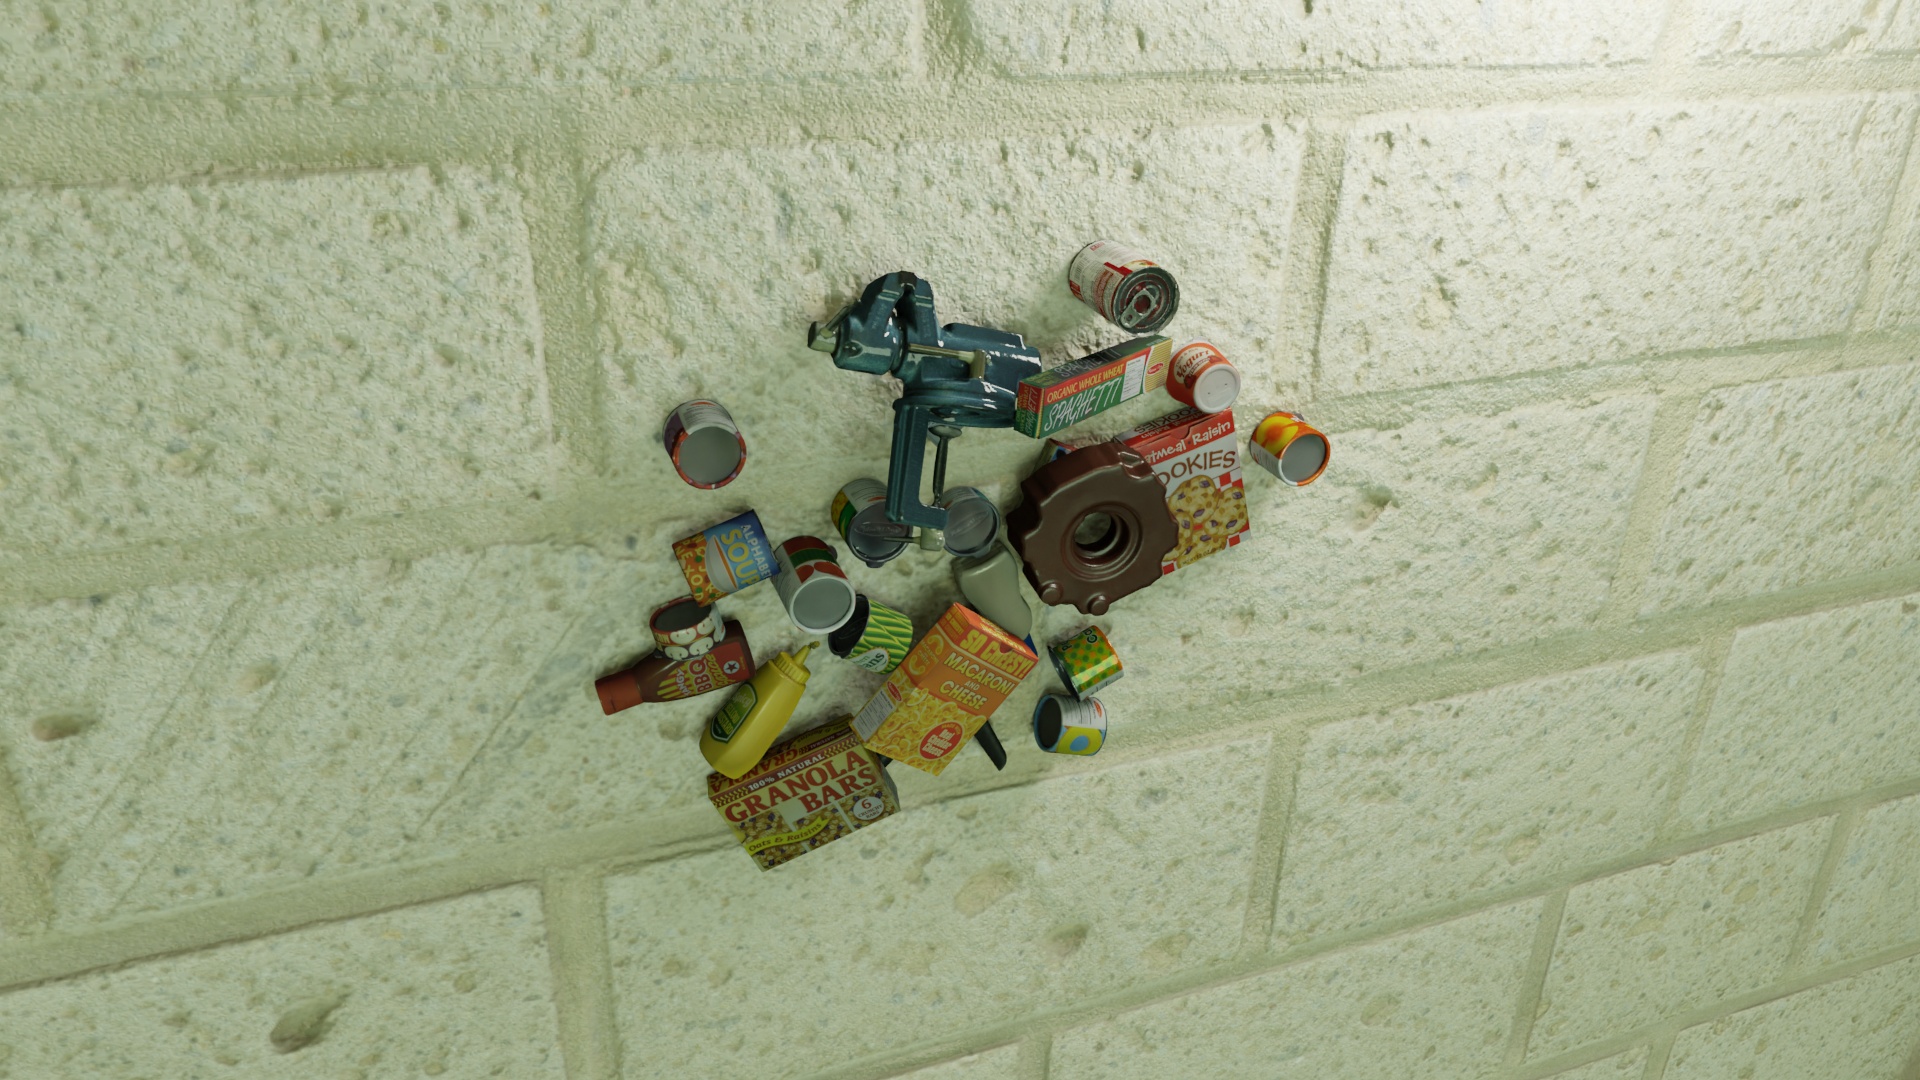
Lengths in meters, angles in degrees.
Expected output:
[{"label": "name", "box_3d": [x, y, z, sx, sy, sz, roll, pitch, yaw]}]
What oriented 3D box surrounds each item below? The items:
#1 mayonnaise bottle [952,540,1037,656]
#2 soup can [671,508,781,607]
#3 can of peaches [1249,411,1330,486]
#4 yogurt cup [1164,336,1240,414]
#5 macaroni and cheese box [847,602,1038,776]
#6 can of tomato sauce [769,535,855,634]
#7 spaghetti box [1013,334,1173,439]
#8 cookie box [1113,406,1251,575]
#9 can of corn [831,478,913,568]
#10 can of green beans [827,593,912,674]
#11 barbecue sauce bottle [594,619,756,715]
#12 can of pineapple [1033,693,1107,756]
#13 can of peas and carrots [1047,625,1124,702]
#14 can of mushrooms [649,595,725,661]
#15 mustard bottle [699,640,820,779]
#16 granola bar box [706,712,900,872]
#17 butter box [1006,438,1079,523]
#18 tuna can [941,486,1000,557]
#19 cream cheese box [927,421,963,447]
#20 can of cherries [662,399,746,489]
[{"label": "mayonnaise bottle", "box_3d": [0.043, 0.073, 1.455, 0.065, 0.041, 0.147, -27, 124, -7]}, {"label": "soup can", "box_3d": [-0.218, 0.017, 1.296, 0.084, 0.071, 0.071, -24, 122, -10]}, {"label": "can of peaches", "box_3d": [0.355, -0.100, 1.489, 0.071, 0.058, 0.071, -10, 119, -18]}, {"label": "yogurt cup", "box_3d": [0.248, -0.163, 1.414, 0.072, 0.054, 0.072, -10, 120, -18]}, {"label": "macaroni and cheese box", "box_3d": [-0.015, 0.154, 1.410, 0.166, 0.040, 0.123, -49, 137, 8]}, {"label": "can of tomato sauce", "box_3d": [-0.141, 0.042, 1.334, 0.071, 0.083, 0.070, -10, 119, -18]}, {"label": "spaghetti box", "box_3d": [0.129, -0.149, 1.306, 0.251, 0.029, 0.050, -26, 130, -50]}, {"label": "cookie box", "box_3d": [0.237, -0.055, 1.472, 0.123, 0.040, 0.166, -22, 122, -11]}, {"label": "can of corn", "box_3d": [-0.086, -0.017, 1.342, 0.071, 0.058, 0.070, -10, 119, -18]}, {"label": "can of green beans", "box_3d": [-0.090, 0.095, 1.393, 0.058, 0.071, 0.071, 29, 102, -32]}, {"label": "barbecue sauce bottle", "box_3d": [-0.276, 0.127, 1.344, 0.149, 0.044, 0.064, -19, 130, -13]}, {"label": "can of pineapple", "box_3d": [0.120, 0.205, 1.540, 0.058, 0.071, 0.070, 9, 111, -26]}, {"label": "can of peas and carrots", "box_3d": [0.136, 0.131, 1.510, 0.059, 0.071, 0.070, -29, 123, -7]}, {"label": "can of mushrooms", "box_3d": [-0.261, 0.083, 1.314, 0.071, 0.071, 0.033, -20, 121, -13]}, {"label": "mustard bottle", "box_3d": [-0.195, 0.160, 1.386, 0.048, 0.065, 0.160, 37, 92, -38]}, {"label": "granola bar box", "box_3d": [-0.162, 0.264, 1.449, 0.165, 0.039, 0.123, -25, 123, 2]}, {"label": "butter box", "box_3d": [0.093, -0.049, 1.423, 0.053, 0.024, 0.103, 17, 107, -29]}, {"label": "tuna can", "box_3d": [0.005, -0.018, 1.396, 0.071, 0.033, 0.070, -10, 119, -18]}, {"label": "cream cheese box", "box_3d": [-0.002, -0.142, 1.335, 0.104, 0.024, 0.053, -45, 124, 3]}, {"label": "can of cherries", "box_3d": [-0.229, -0.084, 1.247, 0.071, 0.058, 0.071, -10, 118, -18]}]
